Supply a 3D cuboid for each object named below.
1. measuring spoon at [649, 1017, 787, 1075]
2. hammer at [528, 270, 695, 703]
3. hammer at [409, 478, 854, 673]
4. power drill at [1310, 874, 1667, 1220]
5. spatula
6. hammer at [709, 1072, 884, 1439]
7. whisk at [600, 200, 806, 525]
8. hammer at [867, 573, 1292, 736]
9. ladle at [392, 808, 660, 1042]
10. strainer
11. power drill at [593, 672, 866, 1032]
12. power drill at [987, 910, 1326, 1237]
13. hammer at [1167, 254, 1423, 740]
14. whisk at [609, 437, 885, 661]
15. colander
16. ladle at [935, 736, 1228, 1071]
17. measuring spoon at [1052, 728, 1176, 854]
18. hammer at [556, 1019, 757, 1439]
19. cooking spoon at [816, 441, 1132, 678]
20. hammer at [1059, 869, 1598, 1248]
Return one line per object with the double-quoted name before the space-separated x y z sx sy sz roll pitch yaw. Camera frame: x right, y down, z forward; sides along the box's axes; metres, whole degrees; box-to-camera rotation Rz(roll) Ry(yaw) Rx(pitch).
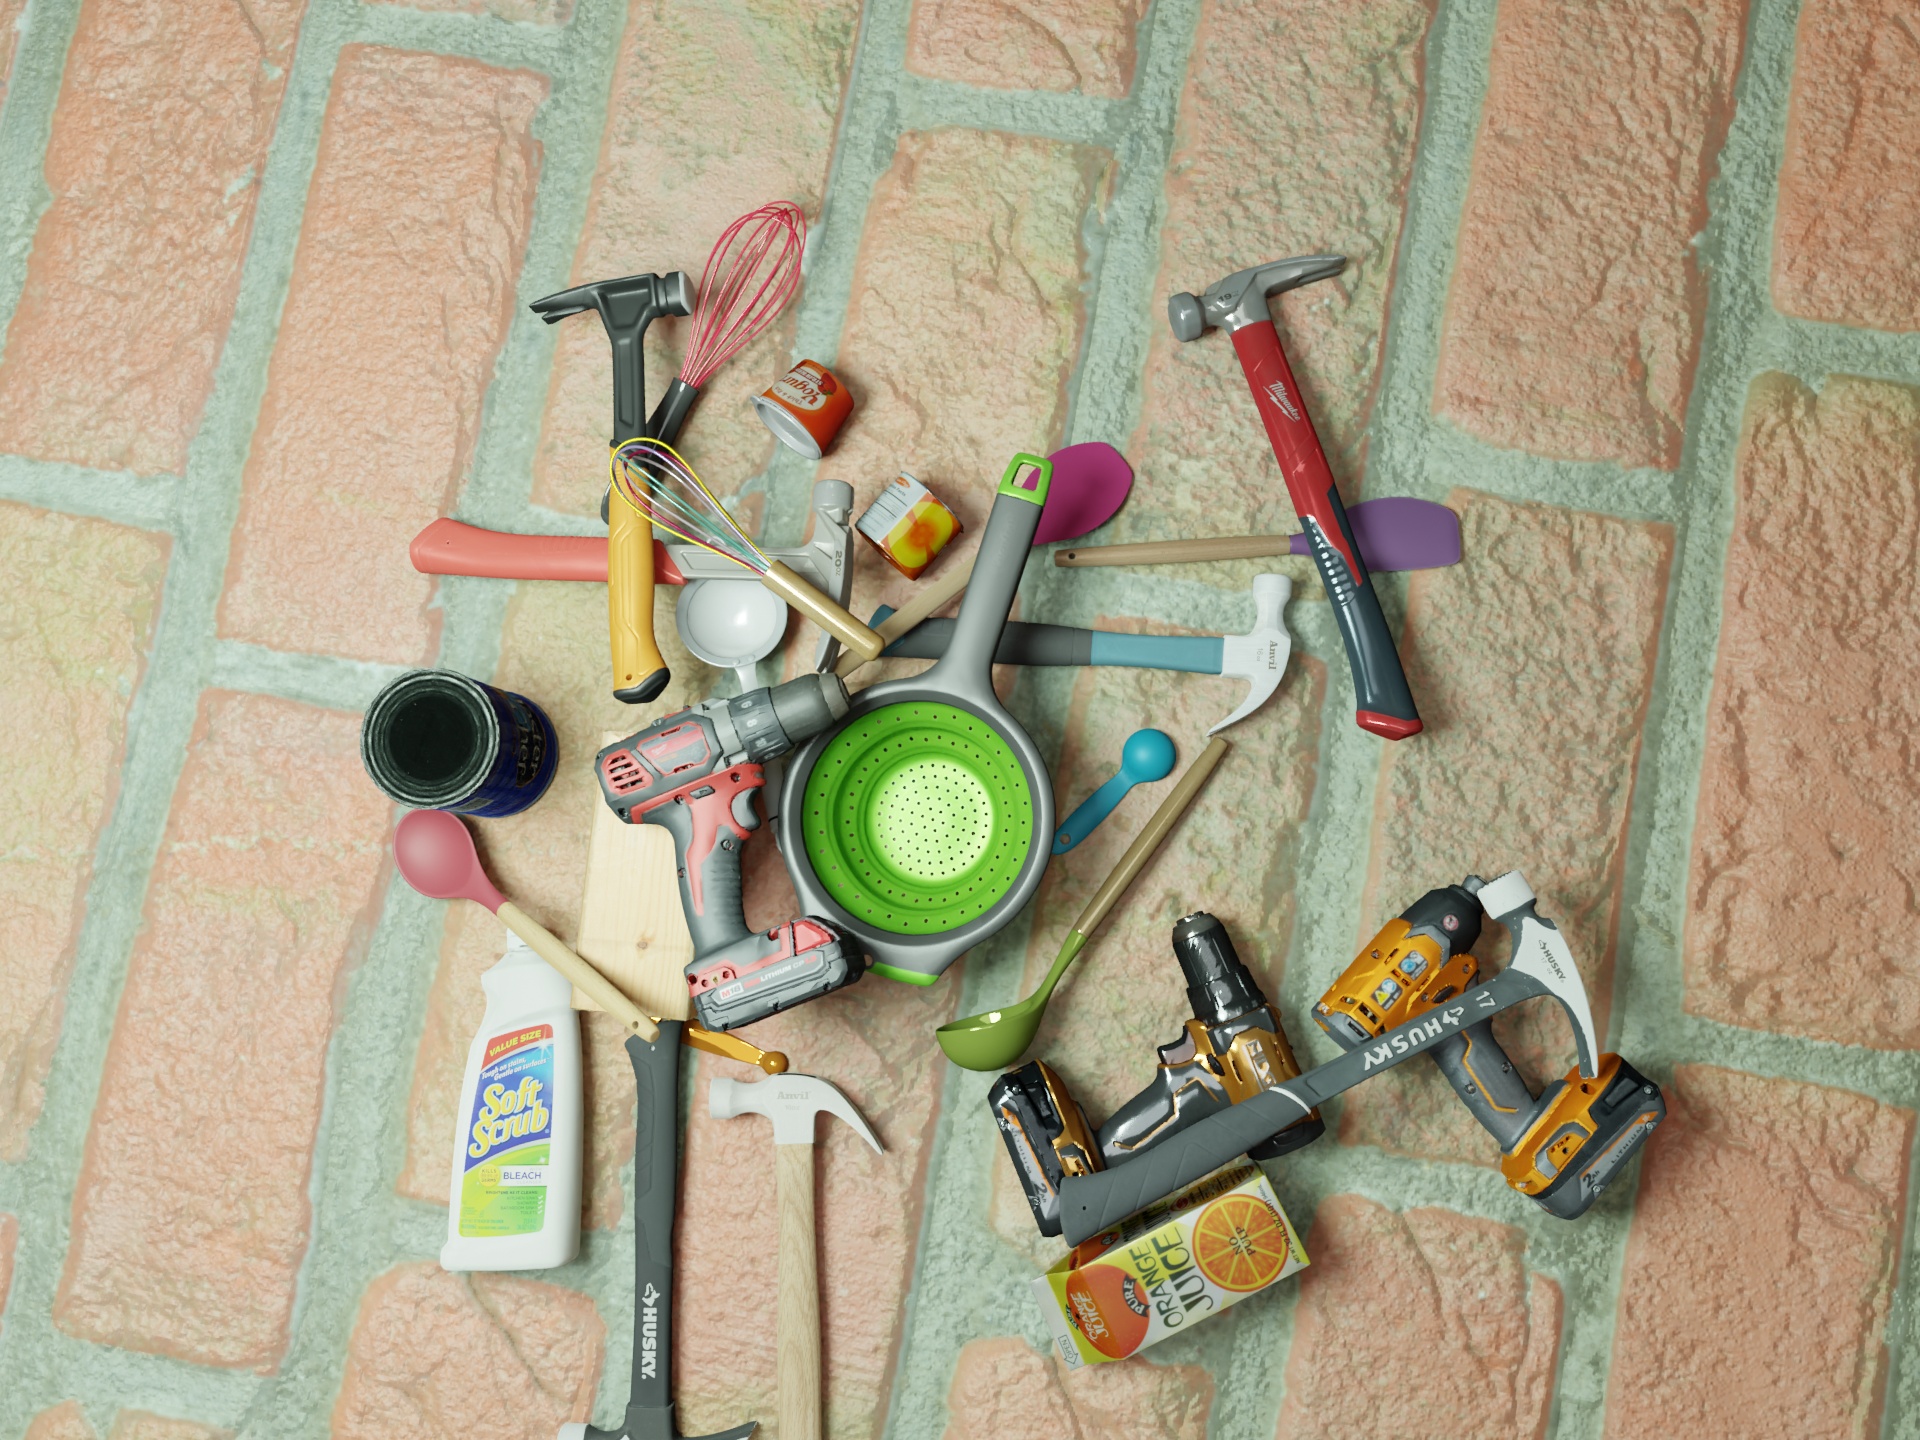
"measuring spoon" -0.189 0.249 1.229 0.117 0.011 0.021 19 85 5
"hammer" -0.258 -0.177 1.206 0.127 0.034 0.337 -7 77 10
"hammer" -0.258 -0.115 1.229 0.359 0.036 0.149 3 79 13
"power drill" 0.395 0.232 1.166 0.226 0.084 0.164 41 86 10
"spatula" 0.231 -0.138 1.245 0.316 0.018 0.060 -4 81 2
"hammer" -0.119 0.433 1.193 0.130 0.031 0.331 -2 85 0
"whisk" -0.208 -0.284 1.268 0.073 0.073 0.296 30 92 6
"hammer" 0.088 -0.059 1.238 0.331 0.033 0.128 4 83 4
"ladle" -0.323 0.152 1.178 0.316 0.031 0.069 30 99 34
"strainer" -0.161 -0.018 1.224 0.087 0.050 0.259 -14 72 -5
"power drill" -0.138 0.087 1.123 0.188 0.080 0.227 -22 80 2
"power drill" 0.134 0.260 1.178 0.226 0.084 0.185 -22 83 -4
"hammer" 0.288 -0.173 1.221 0.143 0.038 0.386 -17 79 -2
"whisk" -0.154 -0.125 1.154 0.245 0.051 0.047 37 72 2
"colander" -0.002 -0.004 1.198 0.204 0.094 0.397 18 88 9
"ladle" 0.097 0.133 1.206 0.062 0.078 0.320 38 81 -2
"measuring spoon" 0.116 0.057 1.228 0.128 0.021 0.042 -45 83 -3
"hammer" -0.226 0.394 1.201 0.146 0.035 0.335 0 85 4
"cooking spoon" 0.004 -0.114 1.232 0.319 0.017 0.069 -38 82 -12
"hammer" 0.251 0.261 1.113 0.409 0.036 0.149 -27 75 -2
